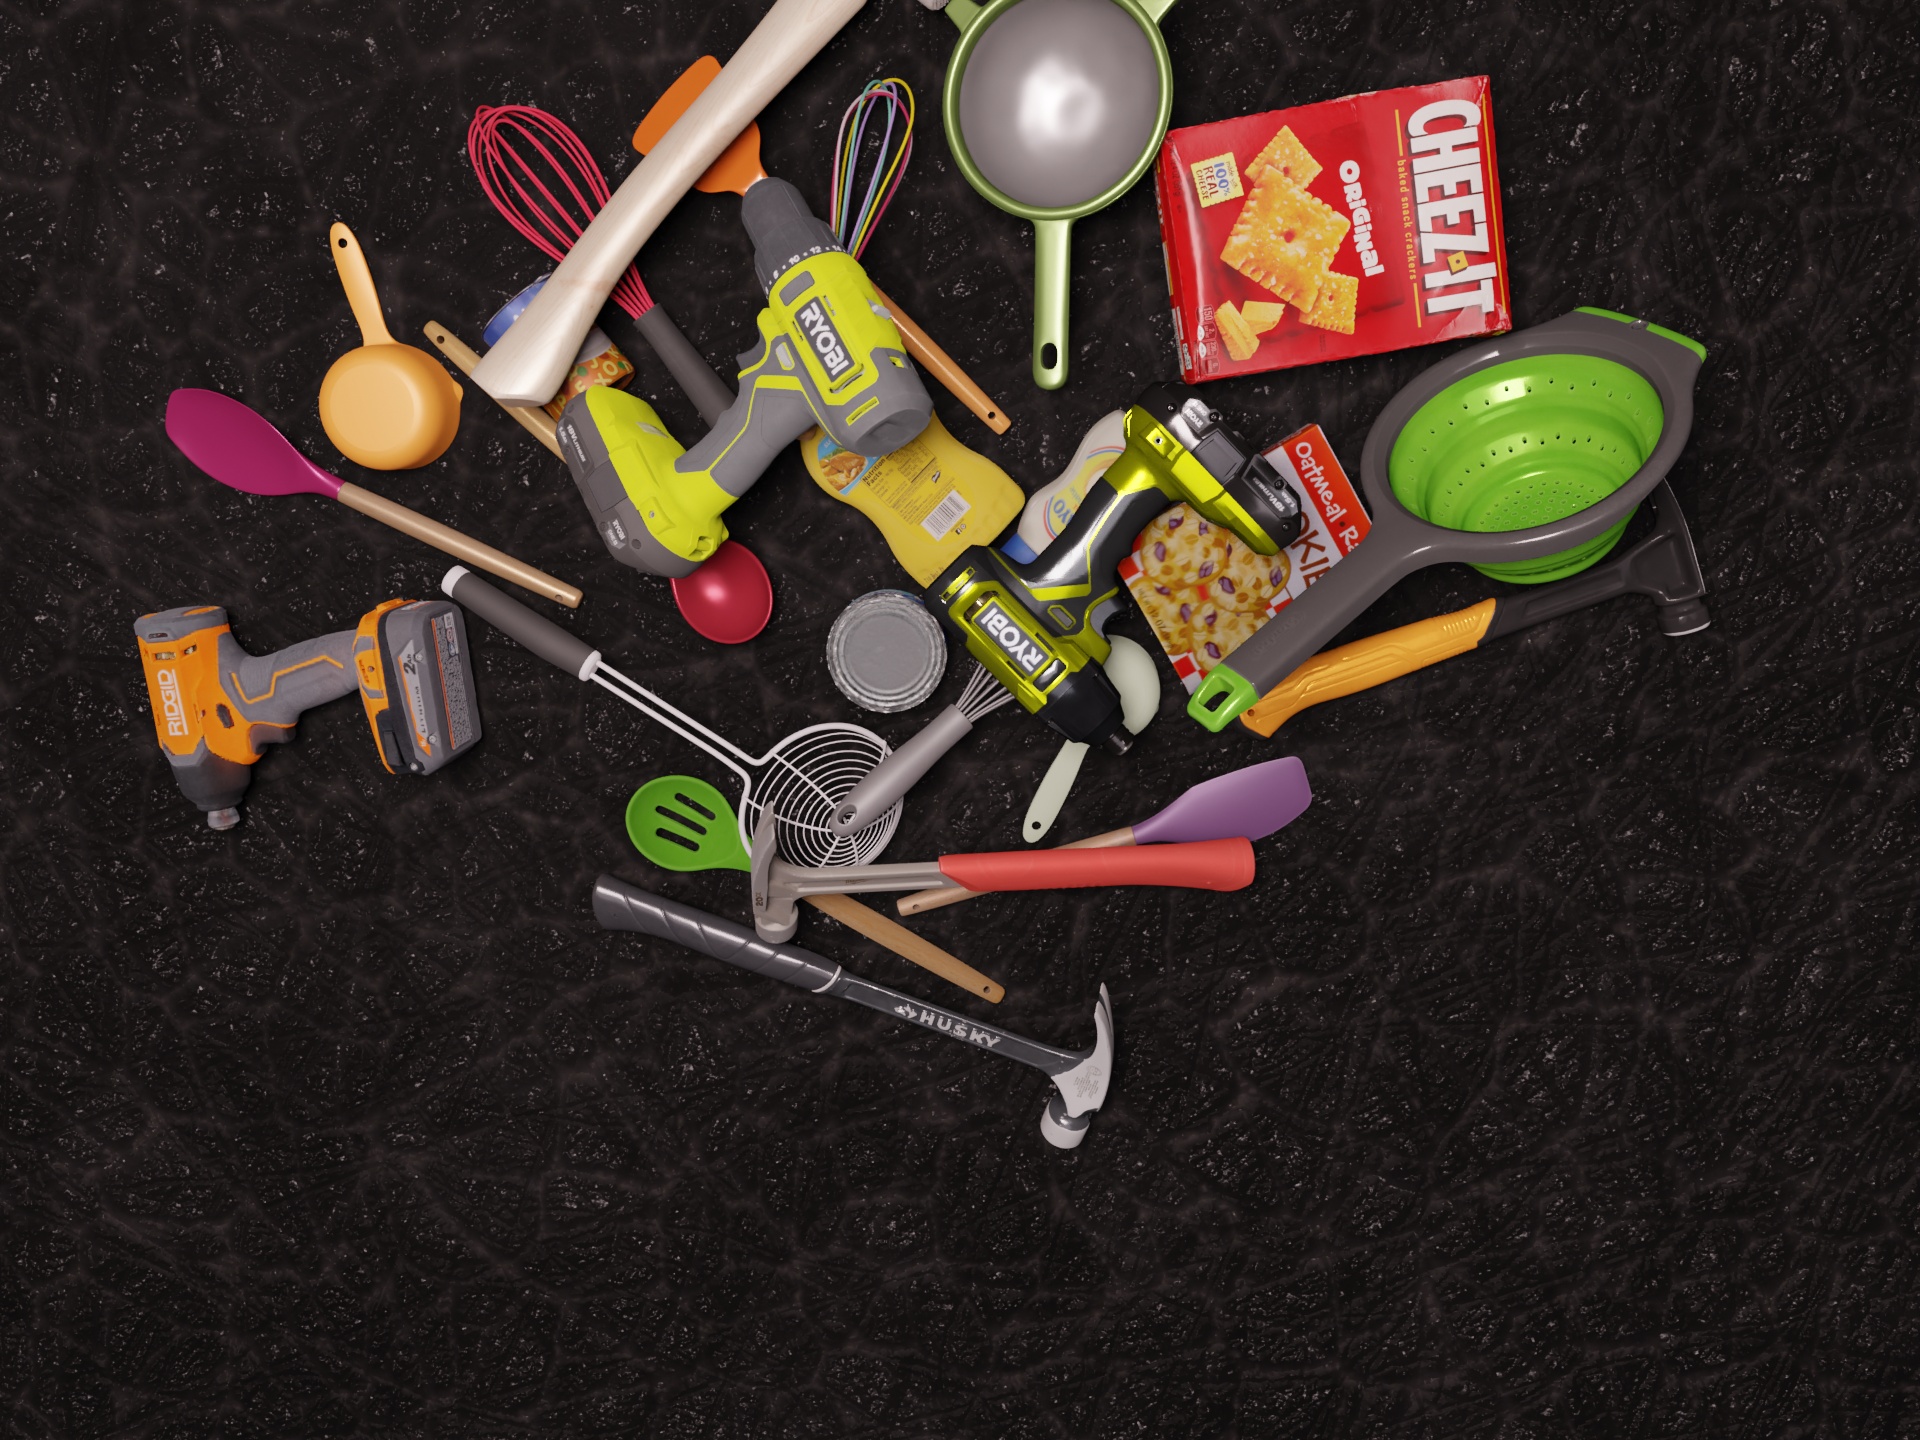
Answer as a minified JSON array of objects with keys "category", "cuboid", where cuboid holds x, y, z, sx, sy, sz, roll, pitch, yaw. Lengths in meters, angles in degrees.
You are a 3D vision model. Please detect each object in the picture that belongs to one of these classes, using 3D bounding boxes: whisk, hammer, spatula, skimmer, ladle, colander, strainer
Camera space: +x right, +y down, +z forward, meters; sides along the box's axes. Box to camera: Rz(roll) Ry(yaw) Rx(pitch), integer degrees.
[{"category":"whisk","cuboid":[-0.002,-0.004,1.111,0.239,0.055,0.055,-43,98,-8]},{"category":"whisk","cuboid":[-0.075,-0.304,1.047,0.047,0.051,0.245,15,91,8]},{"category":"hammer","cuboid":[0.346,-0.069,1.119,0.337,0.034,0.127,-20,101,7]},{"category":"spatula","cuboid":[0.104,0.095,1.173,0.316,0.018,0.059,-17,113,6]},{"category":"hammer","cuboid":[-0.080,0.195,1.178,0.409,0.036,0.149,20,126,2]},{"category":"hammer","cuboid":[0.034,0.101,1.117,0.359,0.037,0.149,-2,145,-10]},{"category":"hammer","cuboid":[-0.181,-0.375,1.026,0.146,0.038,0.410,40,89,2]},{"category":"skimmer","cuboid":[-0.209,-0.007,1.154,0.363,0.090,0.127,32,95,4]},{"category":"whisk","cuboid":[-0.226,-0.294,1.084,0.073,0.073,0.295,-36,104,9]},{"category":"ladle","cuboid":[-0.257,-0.172,1.127,0.315,0.031,0.069,42,98,-5]},{"category":"colander","cuboid":[0.313,-0.106,1.037,0.397,0.205,0.094,-40,132,-7]},{"category":"strainer","cuboid":[0.069,-0.349,1.047,0.151,0.069,0.256,4,103,18]},{"category":"spatula","cuboid":[-0.085,-0.314,1.091,0.322,0.041,0.081,43,100,-11]}]

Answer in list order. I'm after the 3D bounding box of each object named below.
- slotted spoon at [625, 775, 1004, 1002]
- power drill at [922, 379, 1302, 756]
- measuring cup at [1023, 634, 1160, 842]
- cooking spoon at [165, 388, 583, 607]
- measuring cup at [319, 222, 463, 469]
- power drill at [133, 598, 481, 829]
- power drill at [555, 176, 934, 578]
[{"category":"slotted spoon","cuboid":[-0.105,0.133,1.186,0.313,0.031,0.070,30,90,-6]},{"category":"power drill","cuboid":[0.110,-0.098,1.054,0.171,0.080,0.223,45,98,-6]},{"category":"measuring cup","cuboid":[0.086,0.019,1.146,0.083,0.038,0.167,26,100,-3]},{"category":"cooking spoon","cuboid":[-0.419,-0.153,1.140,0.319,0.017,0.068,25,122,-4]},{"category":"measuring cup","cuboid":[-0.411,-0.258,1.100,0.095,0.052,0.173,-14,103,5]},{"category":"power drill","cuboid":[-0.470,-0.005,1.146,0.226,0.084,0.164,-3,103,7]},{"category":"power drill","cuboid":[-0.146,-0.216,1.020,0.228,0.080,0.191,-33,75,21]}]
